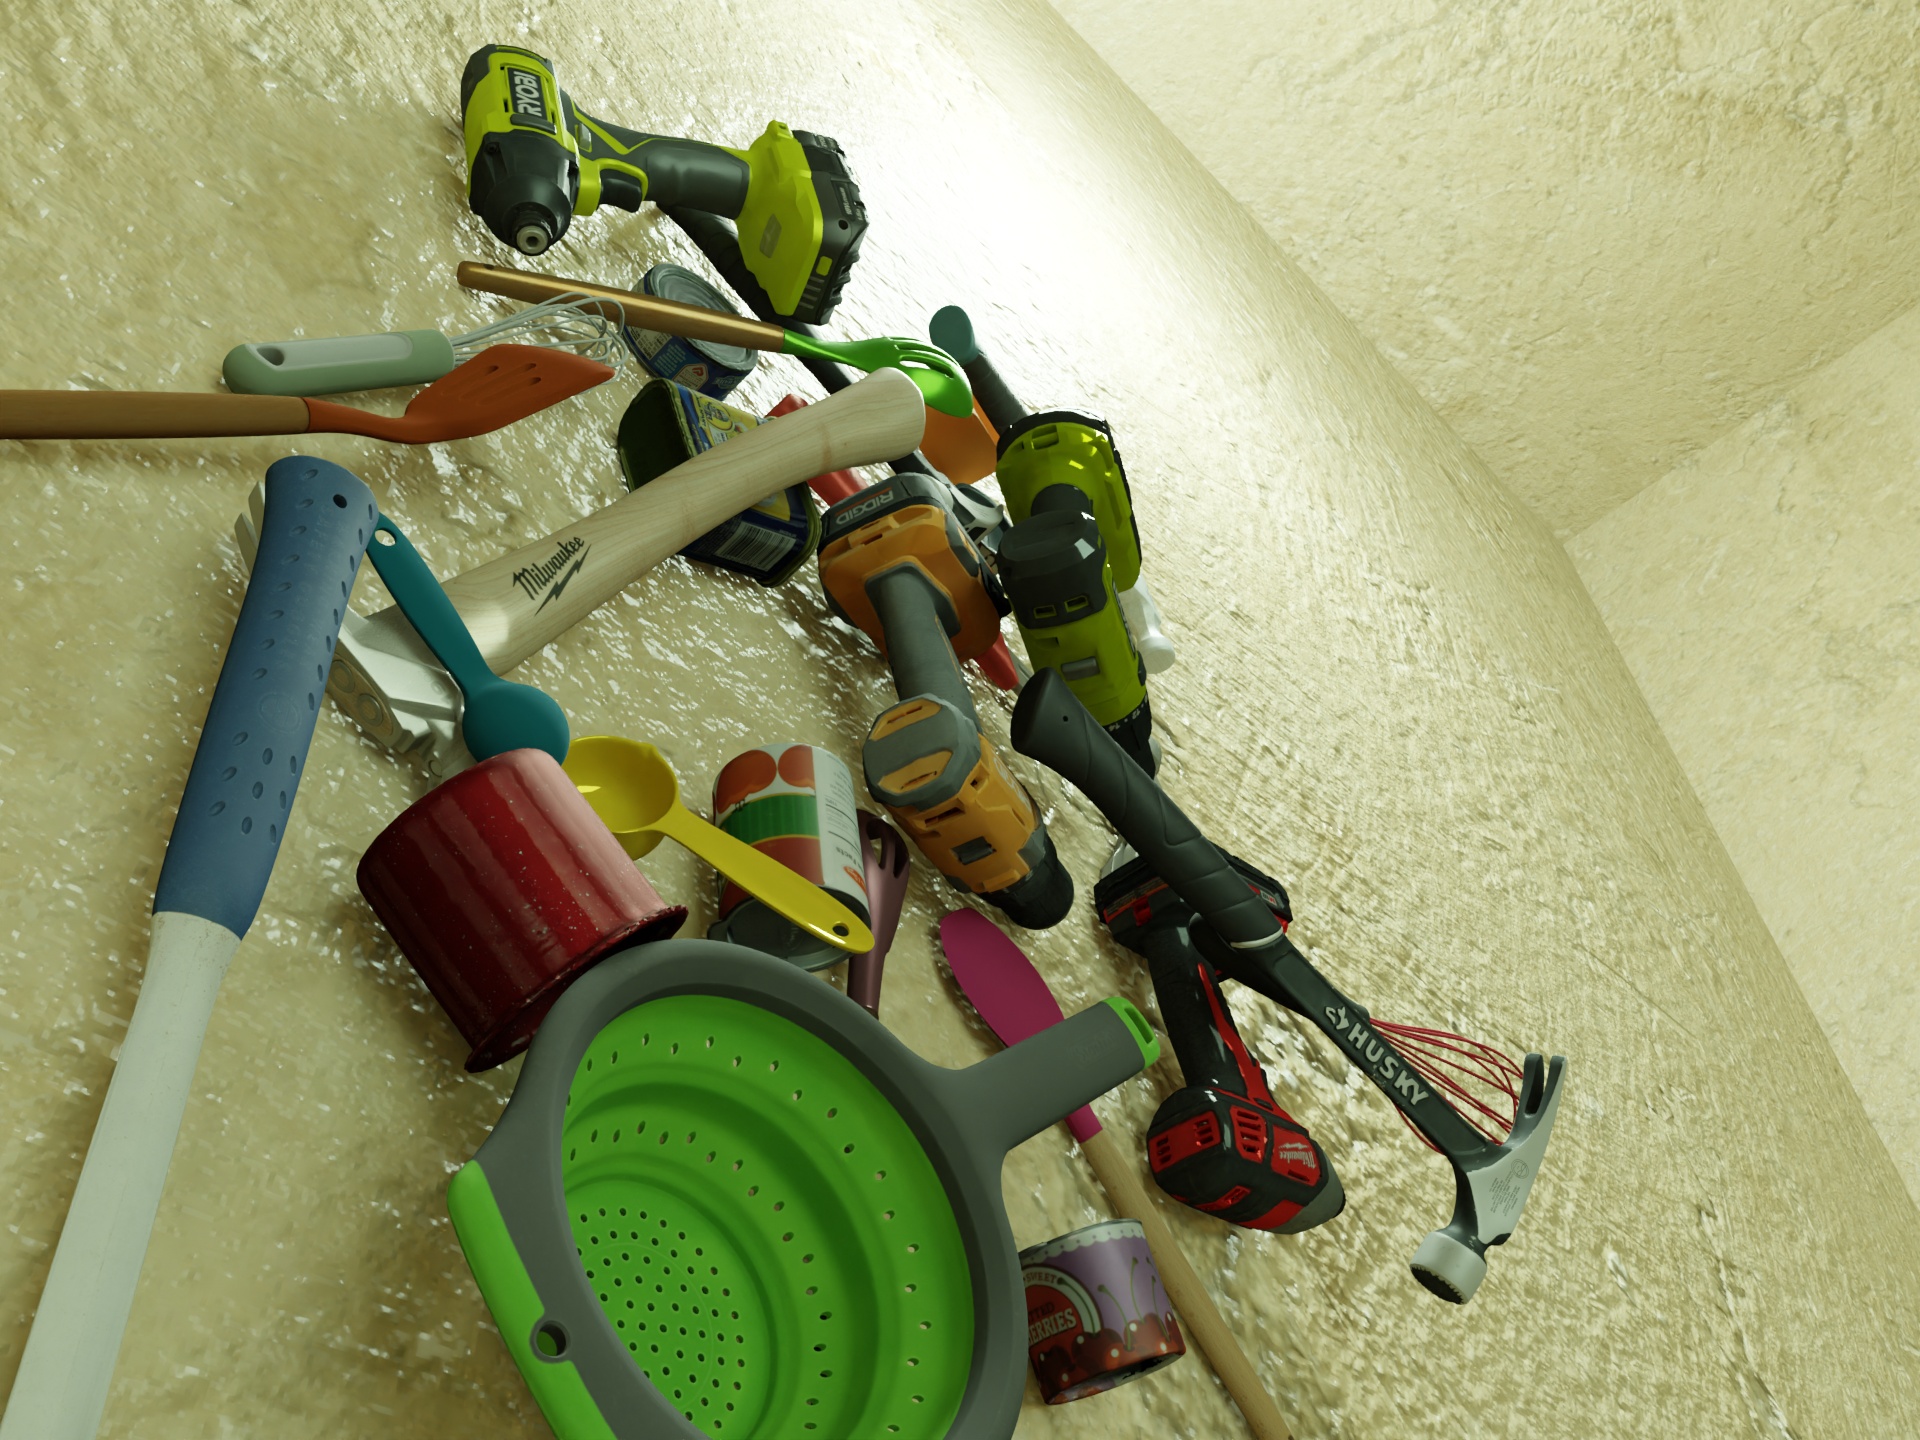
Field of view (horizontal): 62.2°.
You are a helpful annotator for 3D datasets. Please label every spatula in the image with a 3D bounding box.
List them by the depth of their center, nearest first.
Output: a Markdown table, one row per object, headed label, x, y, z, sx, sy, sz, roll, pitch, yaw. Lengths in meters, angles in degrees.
| label | x | y | z | sx | sy | sz | roll | pitch | yaw |
| --- | --- | --- | --- | --- | --- | --- | --- | --- | --- |
| spatula | -0.282 | -0.129 | 0.624 | 0.081 | 0.041 | 0.322 | 20 | 20 | 33 |

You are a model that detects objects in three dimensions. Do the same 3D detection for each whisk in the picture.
| label | x | y | z | sx | sy | sz | roll | pitch | yaw |
| --- | --- | --- | --- | --- | --- | --- | --- | --- | --- |
| whisk | -0.245 | -0.176 | 0.763 | 0.058 | 0.059 | 0.246 | 44 | 31 | 10 |
| whisk | 0.240 | 0.184 | 0.917 | 0.295 | 0.073 | 0.073 | 34 | 32 | -23 |

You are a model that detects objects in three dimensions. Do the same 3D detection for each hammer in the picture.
| label | x | y | z | sx | sy | sz | roll | pitch | yaw |
| --- | --- | --- | --- | --- | --- | --- | --- | --- | --- |
| hammer | -0.224 | 0.074 | 0.472 | 0.144 | 0.035 | 0.406 | 31 | 39 | -35 |
| hammer | -0.141 | -0.109 | 0.762 | 0.146 | 0.038 | 0.411 | 51 | 40 | -2 |
| hammer | 0.175 | 0.125 | 0.848 | 0.408 | 0.036 | 0.149 | 46 | 68 | -12 |
| hammer | 0.001 | -0.059 | 1.009 | 0.359 | 0.036 | 0.149 | 46 | 28 | -12 |
| hammer | -0.091 | -0.236 | 1.031 | 0.335 | 0.035 | 0.146 | 51 | 14 | 16 |
| hammer | 0.069 | -0.171 | 1.158 | 0.330 | 0.033 | 0.128 | 49 | 20 | -44 |

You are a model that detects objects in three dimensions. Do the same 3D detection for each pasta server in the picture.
| label | x | y | z | sx | sy | sz | roll | pitch | yaw |
| --- | --- | --- | --- | --- | --- | --- | --- | --- | --- |
| pasta server | -0.050 | 0.155 | 0.694 | 0.060 | 0.040 | 0.317 | 36 | 36 | -29 |

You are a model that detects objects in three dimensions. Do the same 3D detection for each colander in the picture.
| label | x | y | z | sx | sy | sz | roll | pitch | yaw |
| --- | --- | --- | --- | --- | --- | --- | --- | --- | --- |
| colander | -0.039 | 0.178 | 0.599 | 0.205 | 0.094 | 0.397 | 56 | 28 | 16 |

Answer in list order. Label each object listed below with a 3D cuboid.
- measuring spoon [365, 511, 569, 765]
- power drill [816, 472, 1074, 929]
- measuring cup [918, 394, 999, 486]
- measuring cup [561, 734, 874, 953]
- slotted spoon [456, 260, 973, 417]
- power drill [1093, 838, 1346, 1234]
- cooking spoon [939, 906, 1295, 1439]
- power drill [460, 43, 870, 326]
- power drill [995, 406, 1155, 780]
| label | x | y | z | sx | sy | sz | roll | pitch | yaw |
| --- | --- | --- | --- | --- | --- | --- | --- | --- | --- |
| measuring spoon | -0.191 | -0.034 | 0.611 | 0.128 | 0.021 | 0.042 | 55 | 40 | 4 |
| power drill | -0.001 | -0.003 | 0.876 | 0.185 | 0.084 | 0.226 | 51 | 19 | -49 |
| measuring cup | -0.015 | -0.208 | 1.107 | 0.095 | 0.052 | 0.173 | 62 | 15 | 1 |
| measuring cup | -0.106 | 0.060 | 0.656 | 0.156 | 0.029 | 0.062 | 31 | 39 | 7 |
| slotted spoon | -0.127 | -0.223 | 0.912 | 0.313 | 0.031 | 0.070 | 6 | 39 | -28 |
| power drill | 0.156 | 0.185 | 0.918 | 0.143 | 0.078 | 0.220 | 30 | 38 | -36 |
| cooking spoon | 0.079 | 0.233 | 0.803 | 0.319 | 0.017 | 0.068 | 57 | 29 | 11 |
| power drill | -0.175 | -0.308 | 0.934 | 0.223 | 0.080 | 0.171 | 6 | 45 | -27 |
| power drill | 0.076 | -0.076 | 0.989 | 0.229 | 0.080 | 0.190 | -88 | 161 | -54 |
